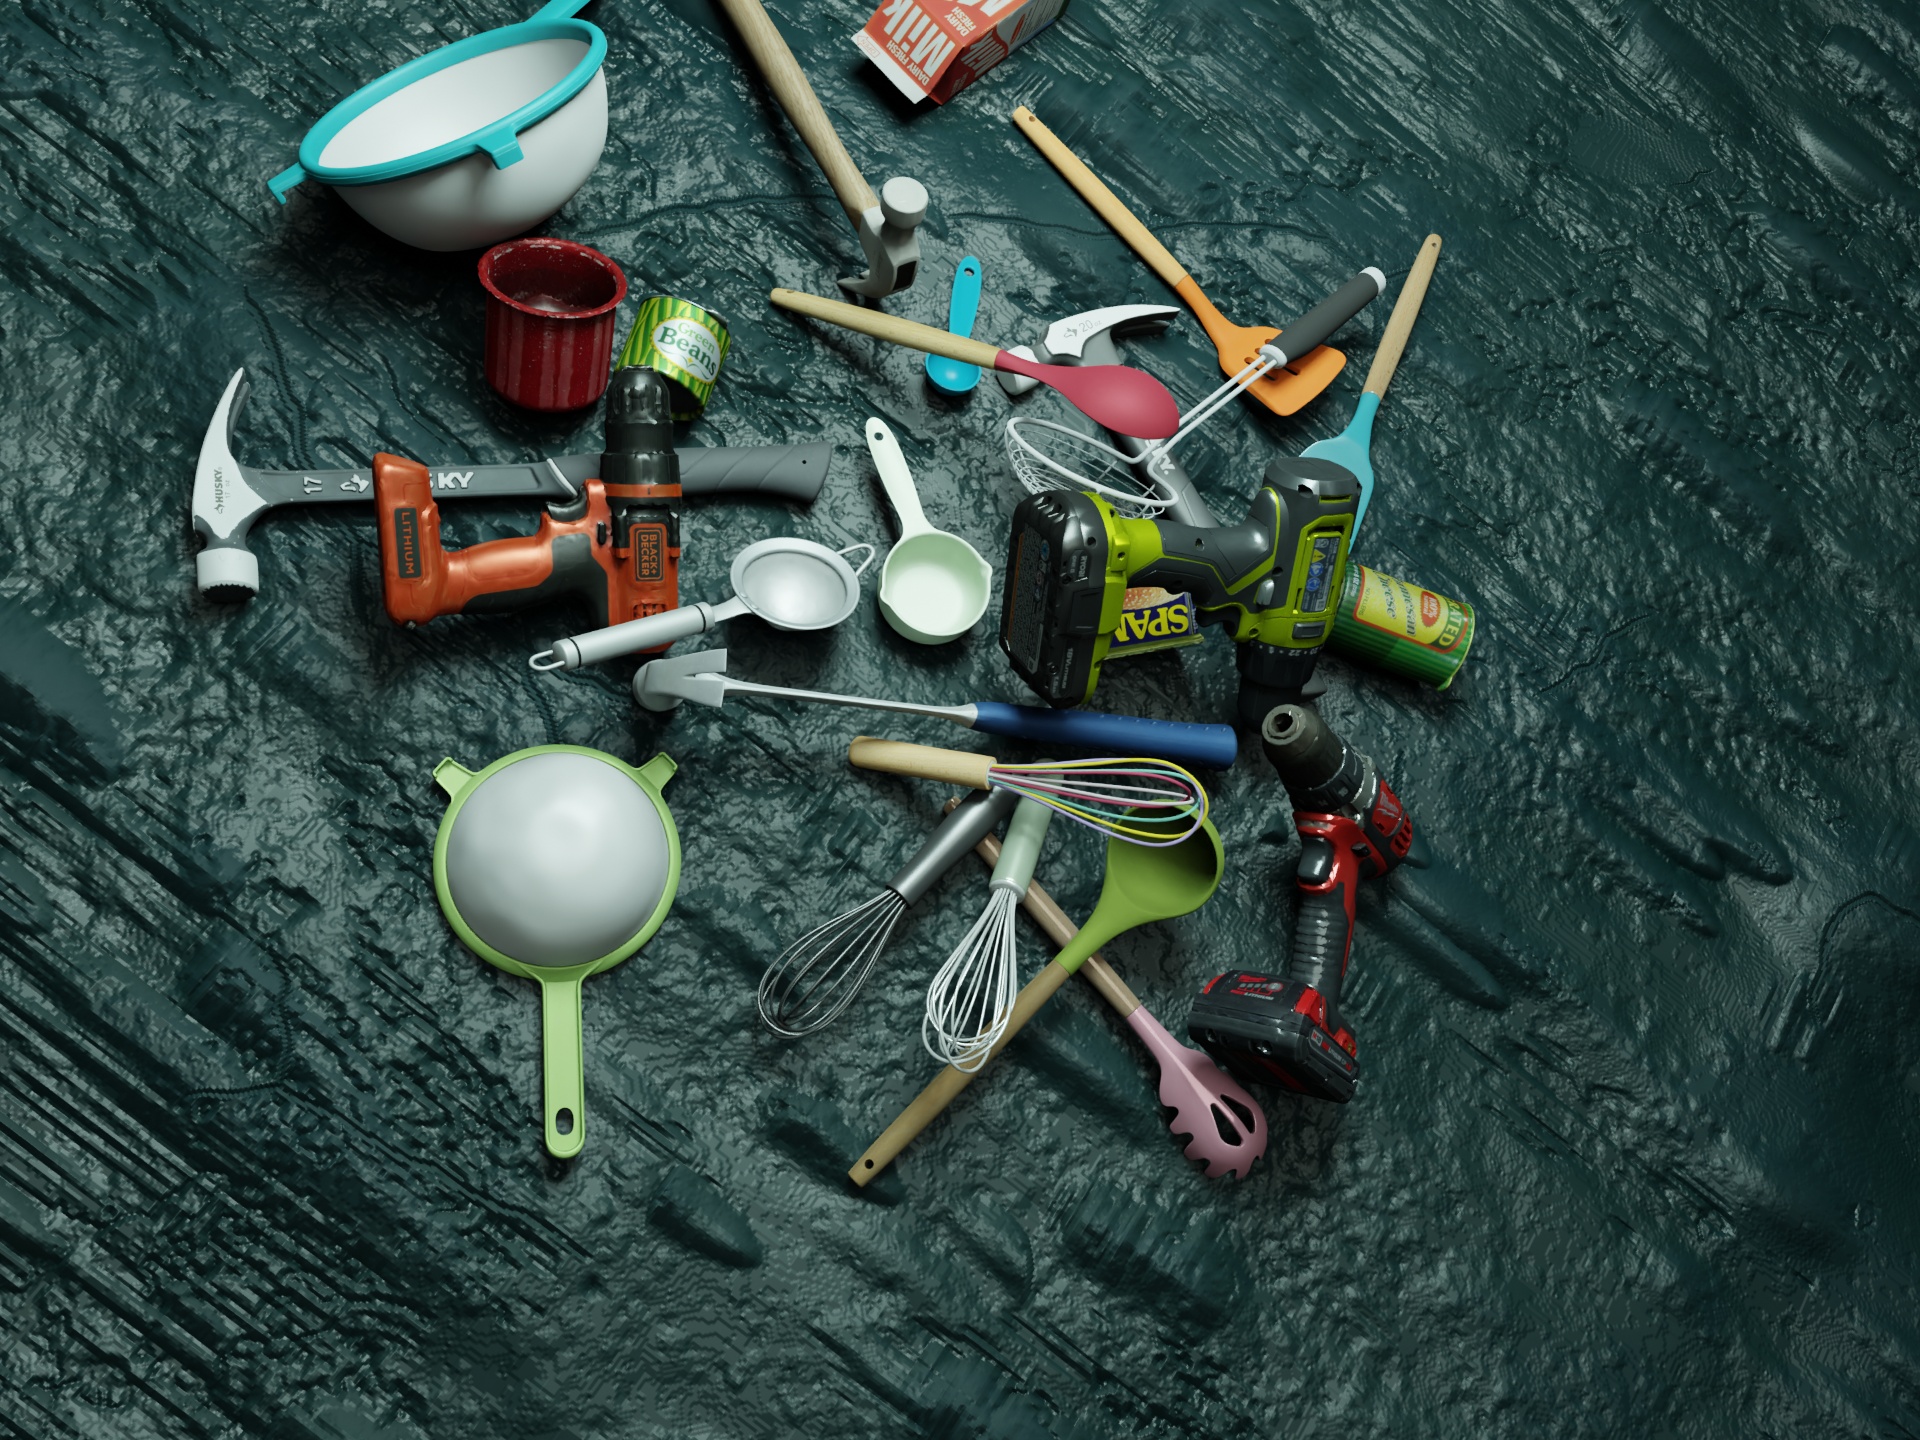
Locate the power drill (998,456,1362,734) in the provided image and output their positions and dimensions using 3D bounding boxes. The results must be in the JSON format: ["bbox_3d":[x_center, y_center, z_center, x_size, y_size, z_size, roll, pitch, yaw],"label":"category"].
[{"bbox_3d":[0.146,-0.072,1.042,0.228,0.080,0.190,-5,119,-22],"label":"power drill"}]

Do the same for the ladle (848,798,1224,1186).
[{"bbox_3d":[0.046,0.174,1.010,0.320,0.062,0.078,-44,74,-11],"label":"ladle"}]

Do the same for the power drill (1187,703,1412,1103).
[{"bbox_3d":[0.223,0.115,1.040,0.187,0.080,0.227,43,61,-46],"label":"power drill"}]

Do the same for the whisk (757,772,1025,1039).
[{"bbox_3d":[-0.041,0.112,1.024,0.055,0.055,0.239,45,70,1],"label":"whisk"}]

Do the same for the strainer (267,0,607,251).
[{"bbox_3d":[-0.298,-0.417,1.092,0.211,0.095,0.341,0,44,23],"label":"strainer"}]

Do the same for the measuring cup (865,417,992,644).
[{"bbox_3d":[-0.036,-0.130,1.108,0.083,0.038,0.168,-17,77,-19],"label":"measuring cup"}]

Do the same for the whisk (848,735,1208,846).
[{"bbox_3d":[0.040,0.034,1.020,0.245,0.047,0.051,9,53,22],"label":"whisk"}]

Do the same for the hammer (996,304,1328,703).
[{"bbox_3d":[0.170,-0.157,1.171,0.146,0.035,0.335,-29,83,-20],"label":"hammer"}]

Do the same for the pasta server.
[{"bbox_3d":[0.094,0.175,1.061,0.060,0.040,0.316,-39,83,-21],"label":"pasta server"}]

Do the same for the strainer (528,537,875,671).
[{"bbox_3d":[-0.159,-0.066,1.010,0.258,0.050,0.087,-20,57,-40],"label":"strainer"}]

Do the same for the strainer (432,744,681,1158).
[{"bbox_3d":[-0.240,0.131,0.958,0.151,0.069,0.256,-1,73,-15],"label":"strainer"}]

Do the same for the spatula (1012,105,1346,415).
[{"bbox_3d":[0.157,-0.360,1.224,0.081,0.041,0.322,-43,87,-21],"label":"spatula"}]

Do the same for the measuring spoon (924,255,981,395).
[{"bbox_3d":[-0.002,-0.290,1.177,0.042,0.021,0.129,14,62,-10],"label":"measuring spoon"}]

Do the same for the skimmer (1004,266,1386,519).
[{"bbox_3d":[0.184,-0.250,1.132,0.363,0.090,0.127,-39,58,-21],"label":"skimmer"}]

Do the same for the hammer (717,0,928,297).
[{"bbox_3d":[-0.115,-0.442,1.148,0.031,0.130,0.331,-22,70,-20],"label":"hammer"}]

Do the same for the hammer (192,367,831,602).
[{"bbox_3d":[-0.285,-0.163,1.052,0.409,0.036,0.149,-5,75,-17],"label":"hammer"}]

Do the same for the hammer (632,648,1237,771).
[{"bbox_3d":[-0.002,-0.003,1.044,0.405,0.144,0.035,7,86,-20],"label":"hammer"}]

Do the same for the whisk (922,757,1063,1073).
[{"bbox_3d":[0.028,0.116,1.017,0.059,0.058,0.246,55,39,-32],"label":"whisk"}]

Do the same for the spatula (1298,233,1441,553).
[{"bbox_3d":[0.323,-0.267,1.252,0.082,0.044,0.318,29,64,-5],"label":"spatula"}]

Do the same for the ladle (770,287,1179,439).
[{"bbox_3d":[0.004,-0.254,1.093,0.315,0.031,0.069,21,42,20],"label":"ladle"}]
